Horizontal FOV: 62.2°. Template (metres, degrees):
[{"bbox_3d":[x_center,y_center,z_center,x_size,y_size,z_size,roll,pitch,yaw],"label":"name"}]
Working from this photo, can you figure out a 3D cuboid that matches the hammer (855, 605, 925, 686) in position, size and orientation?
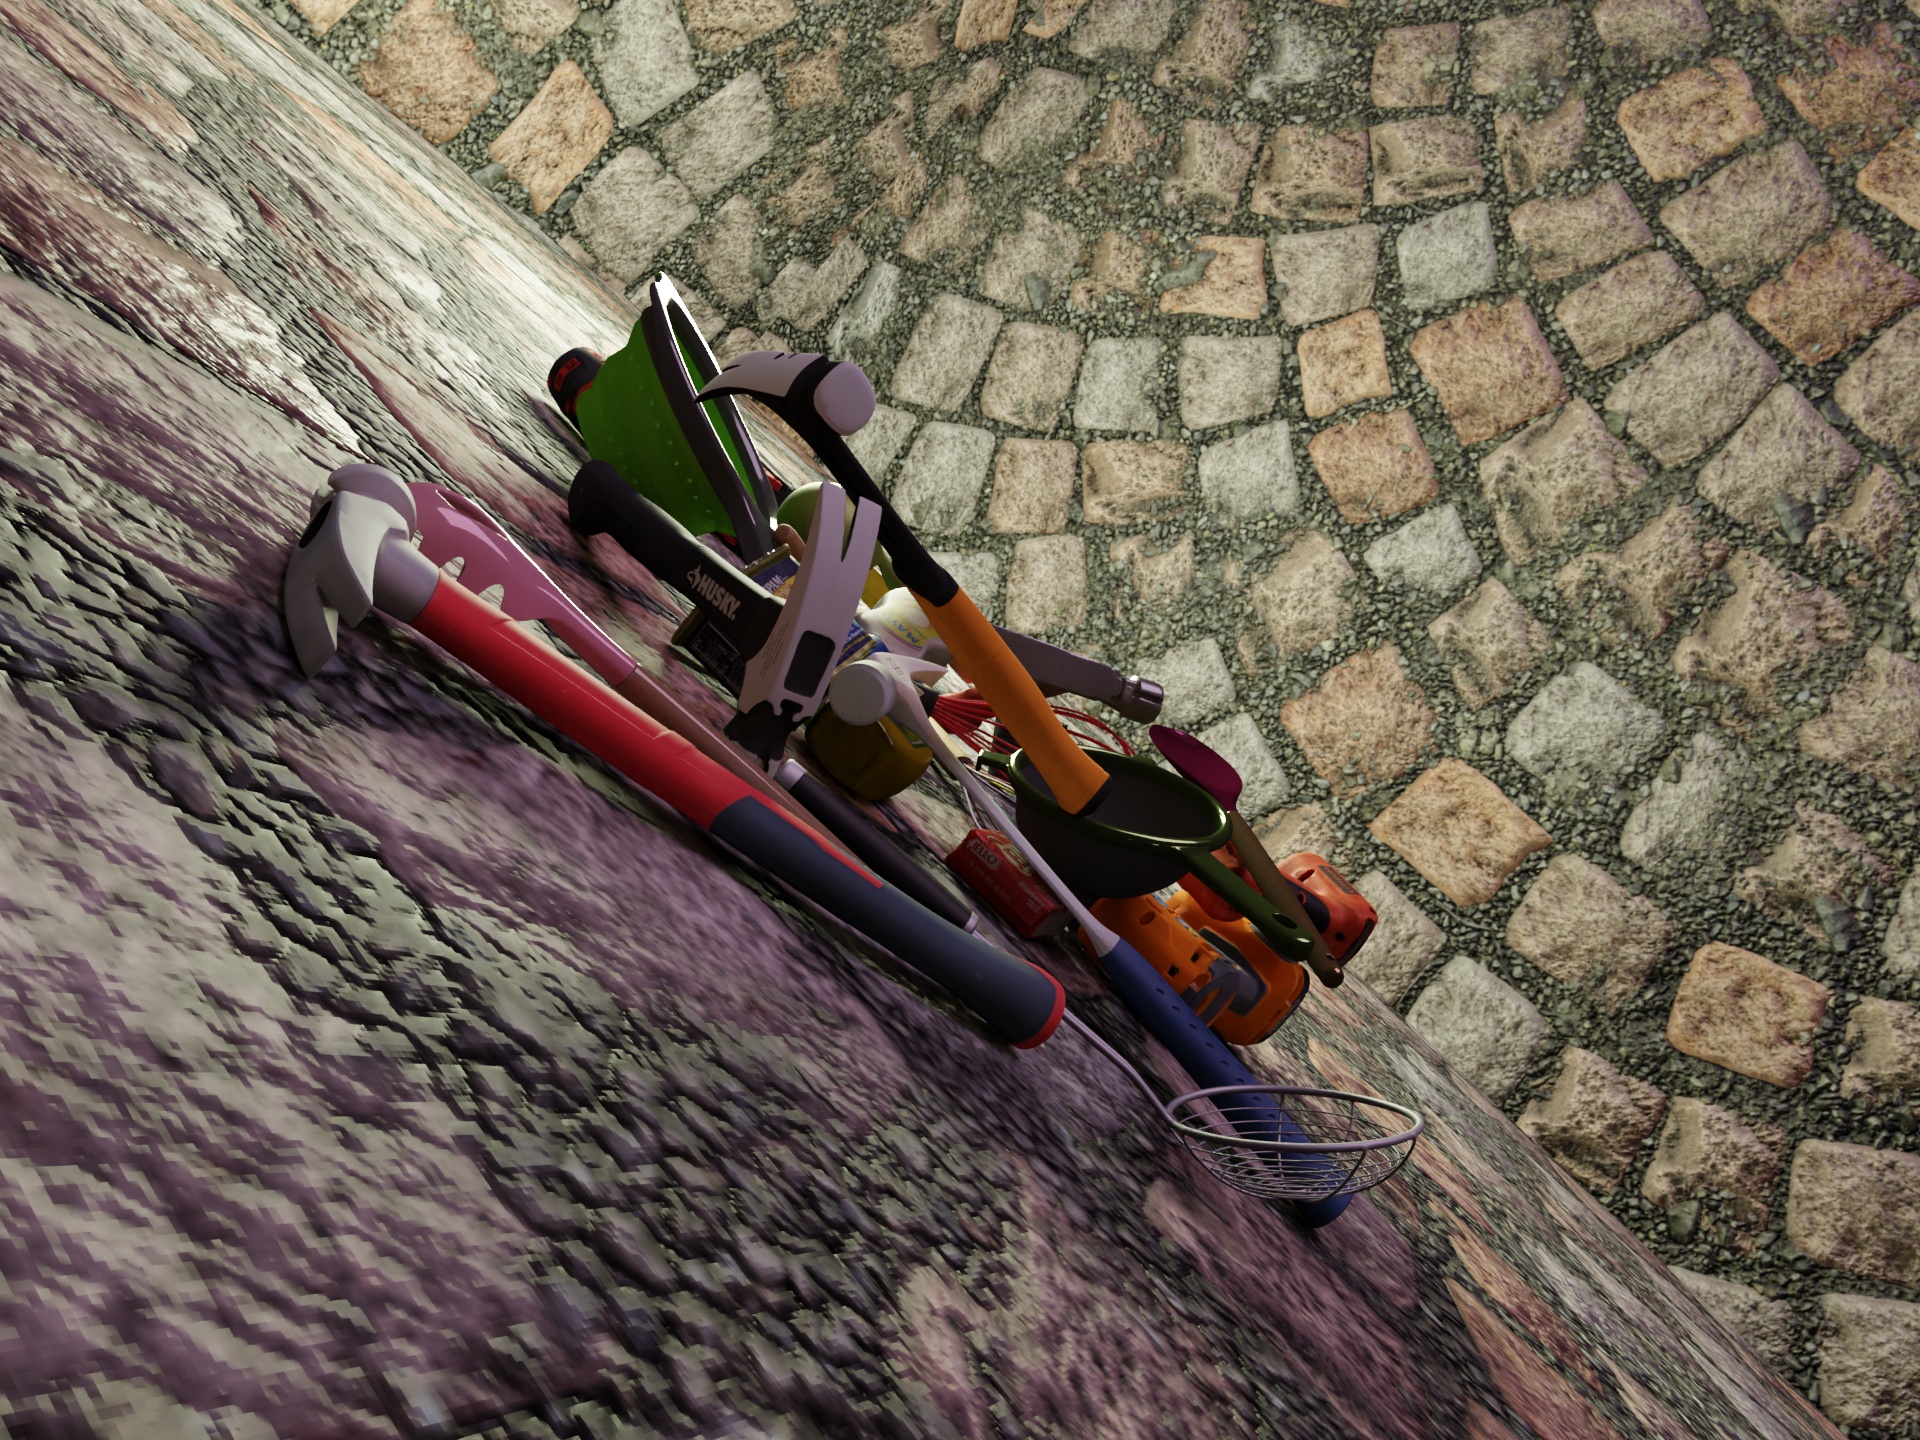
[{"bbox_3d":[-0.067,-0.057,1.406,0.128,0.033,0.331,40,4,-14],"label":"hammer"}]

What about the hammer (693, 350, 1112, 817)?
[{"bbox_3d":[-0.012,-0.062,0.863,0.127,0.034,0.336,20,-26,51],"label":"hammer"}]

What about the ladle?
[{"bbox_3d":[-0.052,-0.090,1.240,0.319,0.062,0.078,49,18,-61],"label":"ladle"}]

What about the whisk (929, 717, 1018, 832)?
[{"bbox_3d":[0.013,0.045,1.215,0.051,0.047,0.245,36,5,-33],"label":"whisk"}]

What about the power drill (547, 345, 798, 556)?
[{"bbox_3d":[-0.244,-0.229,1.368,0.143,0.078,0.219,46,10,36],"label":"power drill"}]

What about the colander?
[{"bbox_3d":[-0.184,-0.136,1.093,0.204,0.094,0.398,61,6,-56],"label":"colander"}]

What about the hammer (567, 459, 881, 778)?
[{"bbox_3d":[-0.147,-0.090,0.863,0.035,0.146,0.335,21,9,-36],"label":"hammer"}]

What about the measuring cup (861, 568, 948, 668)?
[{"bbox_3d":[-0.056,-0.089,1.508,0.062,0.029,0.156,44,-7,45],"label":"measuring cup"}]

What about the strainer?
[{"bbox_3d":[0.122,0.096,0.993,0.151,0.069,0.257,2,24,-35],"label":"strainer"}]

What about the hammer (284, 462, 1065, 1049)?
[{"bbox_3d":[-0.089,0.042,0.635,0.386,0.038,0.143,38,8,-29],"label":"hammer"}]

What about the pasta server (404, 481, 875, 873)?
[{"bbox_3d":[-0.133,0.003,0.703,0.316,0.040,0.060,44,5,-20],"label":"pasta server"}]

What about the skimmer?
[{"bbox_3d":[0.067,0.120,0.796,0.363,0.090,0.127,40,-4,-4],"label":"skimmer"}]

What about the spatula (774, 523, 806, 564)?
[{"bbox_3d":[-0.085,-0.082,1.120,0.082,0.044,0.317,29,-10,13],"label":"spatula"}]

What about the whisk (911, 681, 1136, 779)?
[{"bbox_3d":[-0.002,-0.004,1.131,0.295,0.073,0.073,22,9,-7],"label":"whisk"}]

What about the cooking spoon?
[{"bbox_3d":[0.191,0.081,1.078,0.068,0.017,0.319,17,22,-20],"label":"cooking spoon"}]

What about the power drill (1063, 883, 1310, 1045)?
[{"bbox_3d":[0.150,0.157,1.137,0.164,0.084,0.226,44,10,30],"label":"power drill"}]

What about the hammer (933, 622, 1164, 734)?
[{"bbox_3d":[0.026,-0.022,1.268,0.149,0.037,0.359,18,-9,-14],"label":"hammer"}]

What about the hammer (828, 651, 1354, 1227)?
[{"bbox_3d":[0.079,0.119,0.909,0.405,0.035,0.144,49,12,1],"label":"hammer"}]
